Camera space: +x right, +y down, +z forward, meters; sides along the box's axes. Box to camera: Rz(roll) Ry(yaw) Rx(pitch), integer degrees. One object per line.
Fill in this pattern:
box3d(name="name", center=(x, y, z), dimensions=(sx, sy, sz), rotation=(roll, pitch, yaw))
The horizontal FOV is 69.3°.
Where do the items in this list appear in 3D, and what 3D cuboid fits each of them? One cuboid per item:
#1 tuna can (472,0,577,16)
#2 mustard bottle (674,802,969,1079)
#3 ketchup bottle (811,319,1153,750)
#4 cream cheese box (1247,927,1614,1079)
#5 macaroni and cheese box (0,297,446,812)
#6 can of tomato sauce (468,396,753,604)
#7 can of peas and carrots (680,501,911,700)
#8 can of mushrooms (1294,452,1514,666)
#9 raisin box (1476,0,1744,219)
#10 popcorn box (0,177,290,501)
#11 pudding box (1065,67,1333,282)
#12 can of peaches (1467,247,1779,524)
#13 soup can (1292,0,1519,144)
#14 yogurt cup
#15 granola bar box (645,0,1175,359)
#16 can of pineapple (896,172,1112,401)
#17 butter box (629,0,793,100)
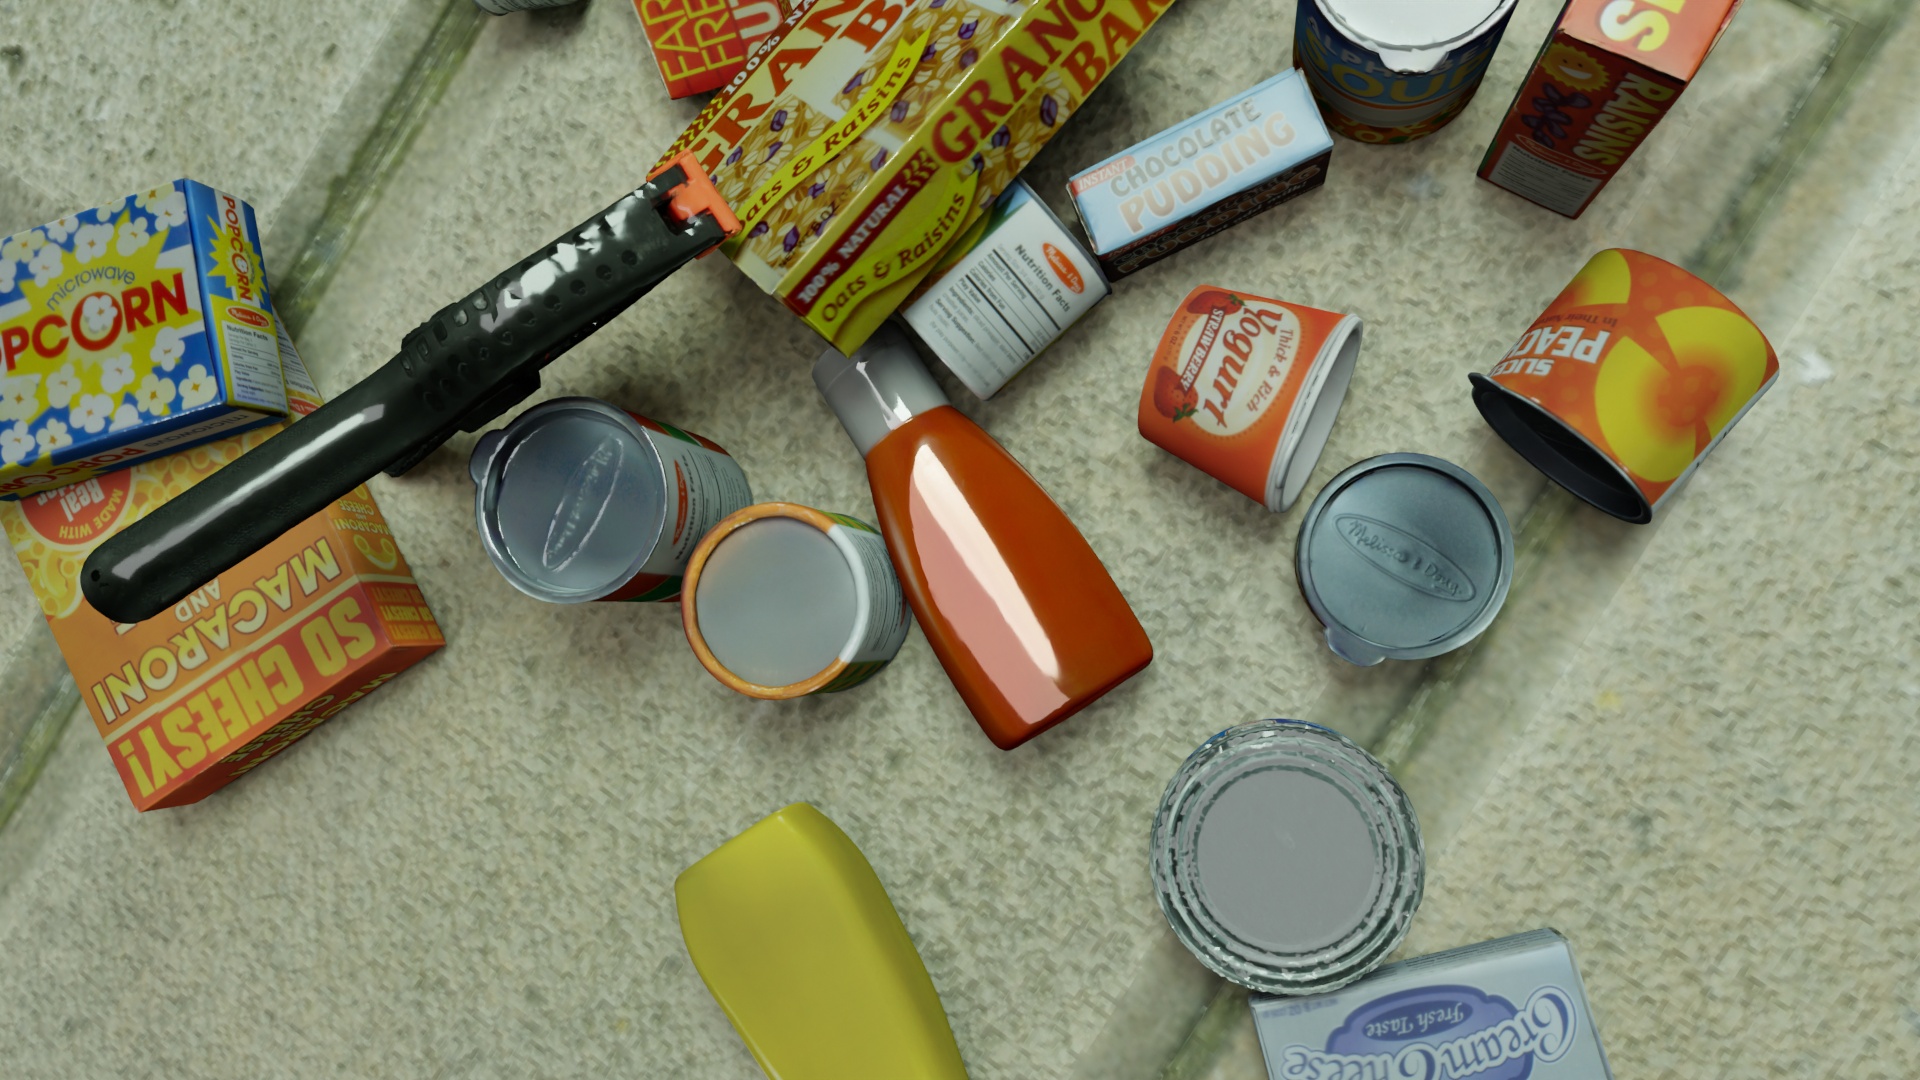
box3d(name="tuna can", center=(-0.164, -0.233, 0.513), dimensions=(0.033, 0.071, 0.071), rotation=(-4, 86, 10))
box3d(name="mustard bottle", center=(-0.035, 0.170, 0.471), dimensions=(0.065, 0.049, 0.160), rotation=(-33, 82, 8))
box3d(name="ketchup bottle", center=(0.002, -0.006, 0.475), dimensions=(0.065, 0.043, 0.149), rotation=(-29, 80, -15))
box3d(name="cream cheese box", center=(0.150, 0.163, 0.447), dimensions=(0.104, 0.024, 0.053), rotation=(-16, 84, 10))
box3d(name="macaroni and cheese box", center=(-0.291, 0.000, 0.536), dimensions=(0.123, 0.040, 0.166), rotation=(-32, 81, 7))
box3d(name="can of tomato sauce", center=(-0.118, -0.011, 0.481), dimensions=(0.071, 0.083, 0.071), rotation=(-1, 87, 11))
box3d(name="can of peas and carrots", center=(-0.058, 0.022, 0.480), dimensions=(0.071, 0.059, 0.071), rotation=(-1, 86, 11))
box3d(name="can of mushrooms", center=(0.142, 0.008, 0.454), dimensions=(0.071, 0.033, 0.071), rotation=(-1, 87, 10))
box3d(name="raisin box", center=(0.198, -0.155, 0.408), dimensions=(0.040, 0.123, 0.086), rotation=(29, 92, 12))
box3d(name="popcorn box", center=(-0.316, -0.071, 0.506), dimensions=(0.126, 0.038, 0.085), rotation=(-15, 83, 9))
box3d(name="pudding box", center=(0.080, -0.121, 0.466), dimensions=(0.083, 0.049, 0.030), rotation=(-24, 84, 9))
box3d(name="can of peaches", center=(0.202, -0.049, 0.428), dimensions=(0.071, 0.071, 0.058), rotation=(42, 95, 10))
box3d(name="soup can", center=(0.139, -0.167, 0.440), dimensions=(0.071, 0.084, 0.071), rotation=(-1, 87, 12))
box3d(name="yogurt cup", center=(0.093, -0.049, 0.453), dimensions=(0.054, 0.072, 0.072), rotation=(24, 92, 19))
box3d(name="granola bar box", center=(-0.018, -0.152, 0.457), dimensions=(0.165, 0.039, 0.124), rotation=(-47, 42, 2))
box3d(name="can of pineapple", center=(0.008, -0.090, 0.471), dimensions=(0.058, 0.071, 0.071), rotation=(-41, 80, 7))
box3d(name="butter box", center=(-0.097, -0.215, 0.494), dimensions=(0.053, 0.024, 0.103), rotation=(-14, 119, 10))
